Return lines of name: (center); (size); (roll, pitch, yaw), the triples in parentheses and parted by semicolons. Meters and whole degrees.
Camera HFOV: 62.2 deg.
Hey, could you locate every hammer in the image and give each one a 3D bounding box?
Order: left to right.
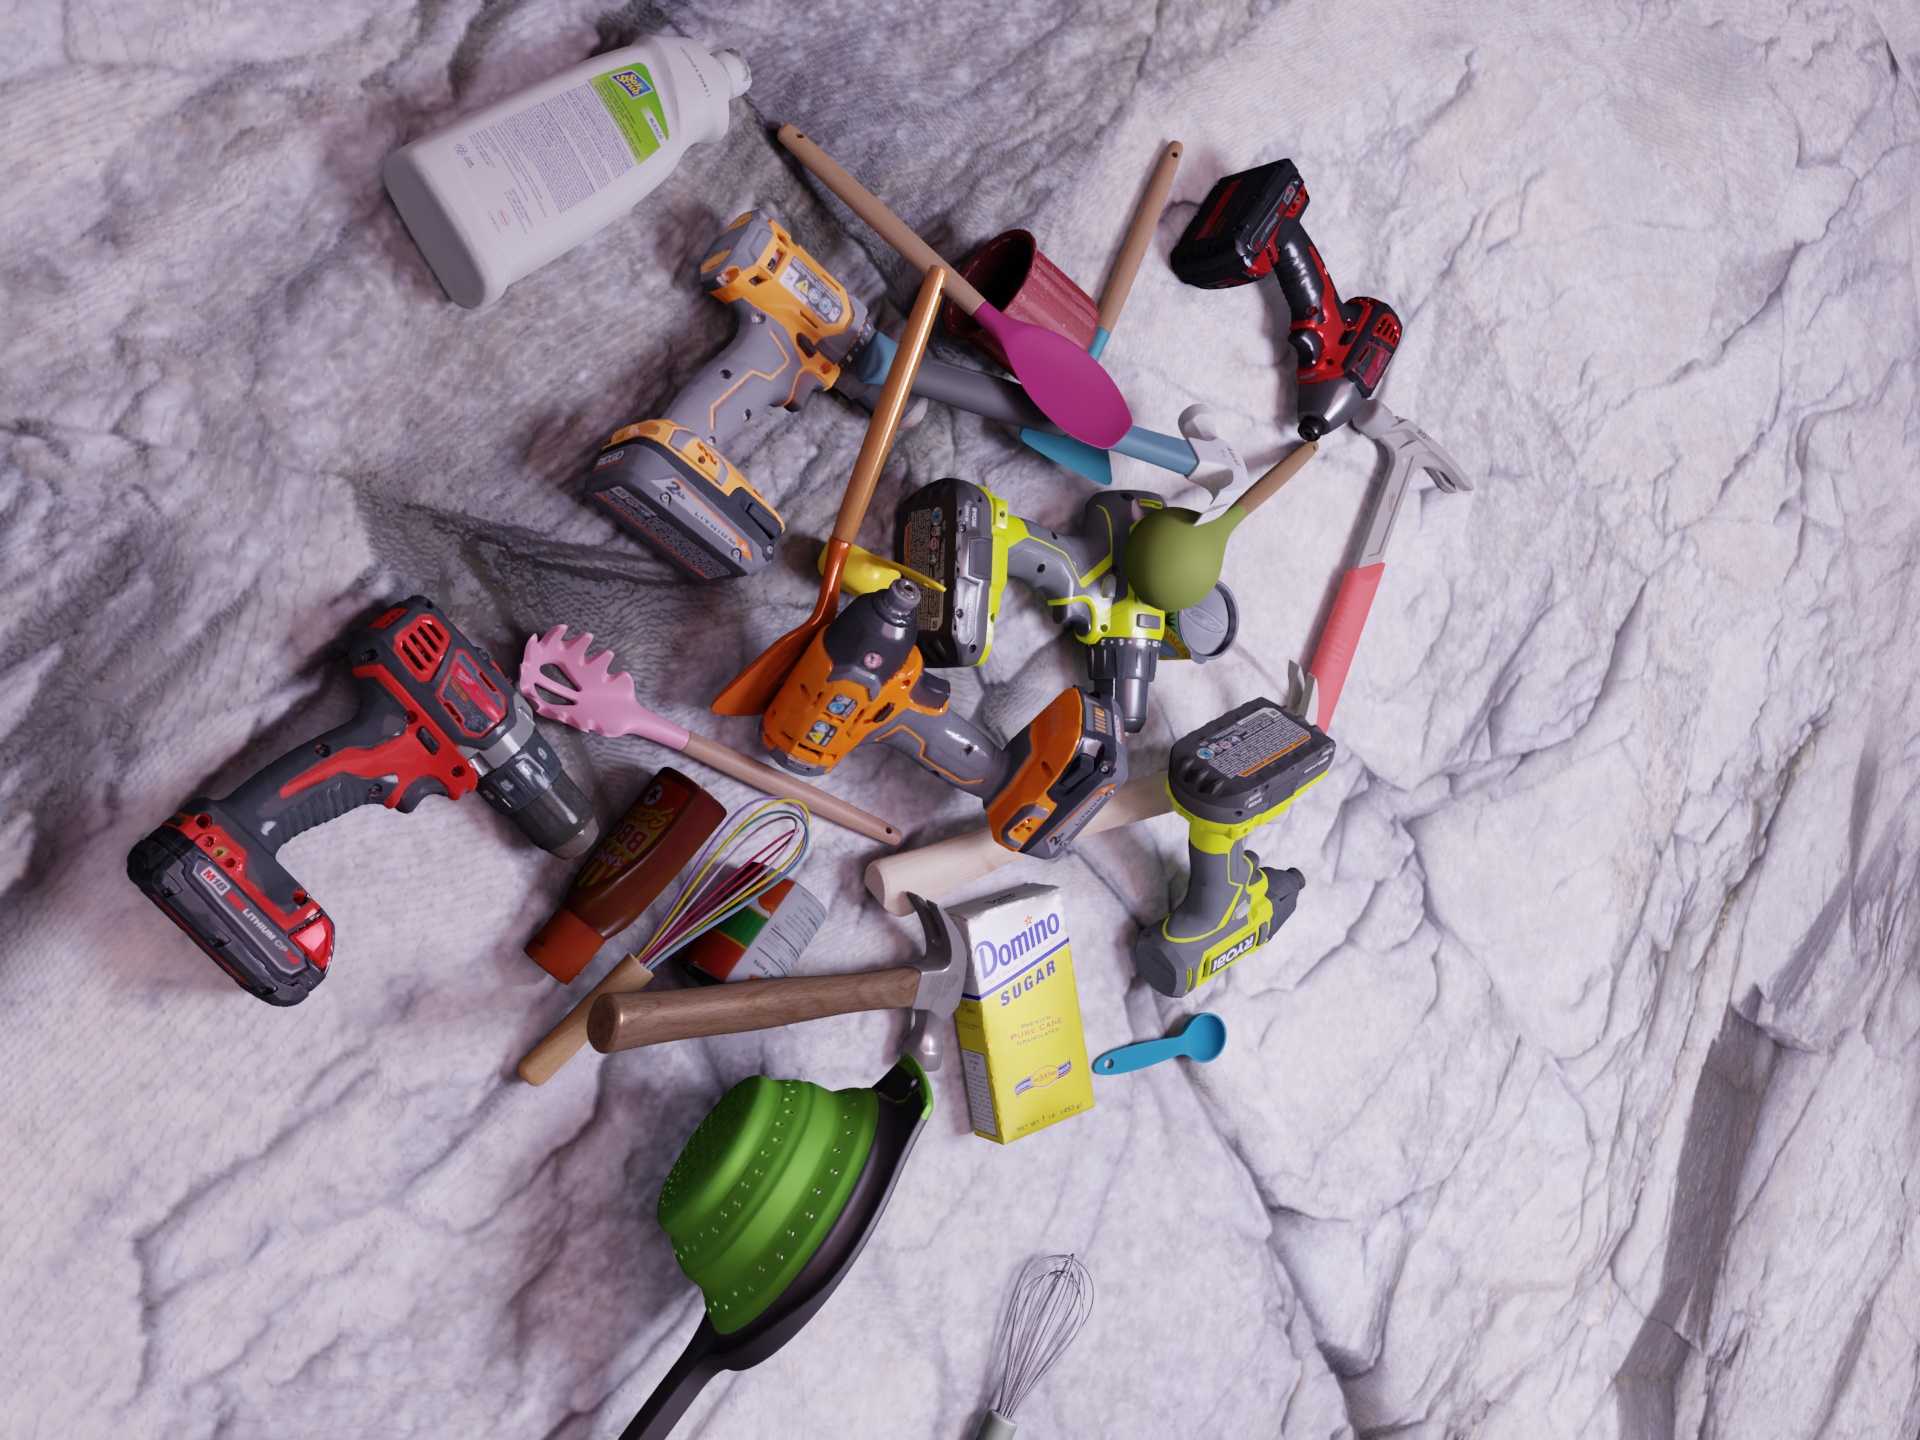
hammer: (-0.105, 0.180, 1.038); (0.331, 0.031, 0.130); (6, 99, -53)
hammer: (0.073, -0.216, 1.137); (0.330, 0.033, 0.128); (11, 43, -31)
hammer: (0.112, 0.061, 1.227); (0.410, 0.038, 0.146); (-15, 129, -30)
hammer: (0.356, -0.100, 1.420); (0.149, 0.037, 0.359); (31, 73, -31)

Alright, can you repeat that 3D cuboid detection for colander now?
colander: (-0.175, 0.359, 1.005); (0.094, 0.204, 0.397); (38, 88, -11)

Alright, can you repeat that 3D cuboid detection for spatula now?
spatula: (-0.077, -0.144, 1.043); (0.081, 0.041, 0.322); (2, 111, -66)
spatula: (0.126, -0.331, 1.254); (0.082, 0.044, 0.318); (25, 74, -15)

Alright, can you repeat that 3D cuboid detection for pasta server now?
pasta server: (-0.159, 0.023, 1.067); (0.316, 0.040, 0.060); (28, 64, -33)

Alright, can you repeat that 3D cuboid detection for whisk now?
whisk: (-0.185, 0.143, 1.018); (0.245, 0.047, 0.051); (-45, 73, -7)
whisk: (0.035, 0.521, 1.206); (0.058, 0.059, 0.246); (25, 78, 6)

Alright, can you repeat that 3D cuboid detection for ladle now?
ladle: (0.222, -0.173, 1.285); (0.320, 0.062, 0.078); (-40, 109, -50)

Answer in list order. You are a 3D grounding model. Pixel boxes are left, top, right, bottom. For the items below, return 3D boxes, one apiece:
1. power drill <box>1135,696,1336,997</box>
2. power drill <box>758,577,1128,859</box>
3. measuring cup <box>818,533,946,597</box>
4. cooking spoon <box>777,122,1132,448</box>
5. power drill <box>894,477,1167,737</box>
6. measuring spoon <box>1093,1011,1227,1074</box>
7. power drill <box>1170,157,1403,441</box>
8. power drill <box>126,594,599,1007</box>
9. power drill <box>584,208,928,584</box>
power drill: (0.223, 0.100, 1.262); (0.171, 0.080, 0.223); (-26, 136, -30)
power drill: (-0.002, -0.003, 1.070); (0.226, 0.164, 0.084); (22, 40, -19)
measuring cup: (-0.052, -0.093, 1.070); (0.062, 0.157, 0.029); (30, 89, -29)
cooking spoon: (-0.006, -0.302, 1.101); (0.319, 0.017, 0.069); (43, 58, 0)
power drill: (0.064, -0.086, 1.197); (0.228, 0.080, 0.190); (3, 88, -37)
measuring spoon: (0.161, 0.268, 1.306); (0.128, 0.021, 0.042); (-9, 96, -25)
power drill: (0.282, -0.348, 1.345); (0.219, 0.078, 0.143); (43, 68, -30)
power drill: (-0.335, 0.062, 0.927); (0.227, 0.080, 0.187); (-48, 116, -27)
power drill: (-0.126, -0.200, 1.066); (0.185, 0.084, 0.226); (38, 66, -31)
